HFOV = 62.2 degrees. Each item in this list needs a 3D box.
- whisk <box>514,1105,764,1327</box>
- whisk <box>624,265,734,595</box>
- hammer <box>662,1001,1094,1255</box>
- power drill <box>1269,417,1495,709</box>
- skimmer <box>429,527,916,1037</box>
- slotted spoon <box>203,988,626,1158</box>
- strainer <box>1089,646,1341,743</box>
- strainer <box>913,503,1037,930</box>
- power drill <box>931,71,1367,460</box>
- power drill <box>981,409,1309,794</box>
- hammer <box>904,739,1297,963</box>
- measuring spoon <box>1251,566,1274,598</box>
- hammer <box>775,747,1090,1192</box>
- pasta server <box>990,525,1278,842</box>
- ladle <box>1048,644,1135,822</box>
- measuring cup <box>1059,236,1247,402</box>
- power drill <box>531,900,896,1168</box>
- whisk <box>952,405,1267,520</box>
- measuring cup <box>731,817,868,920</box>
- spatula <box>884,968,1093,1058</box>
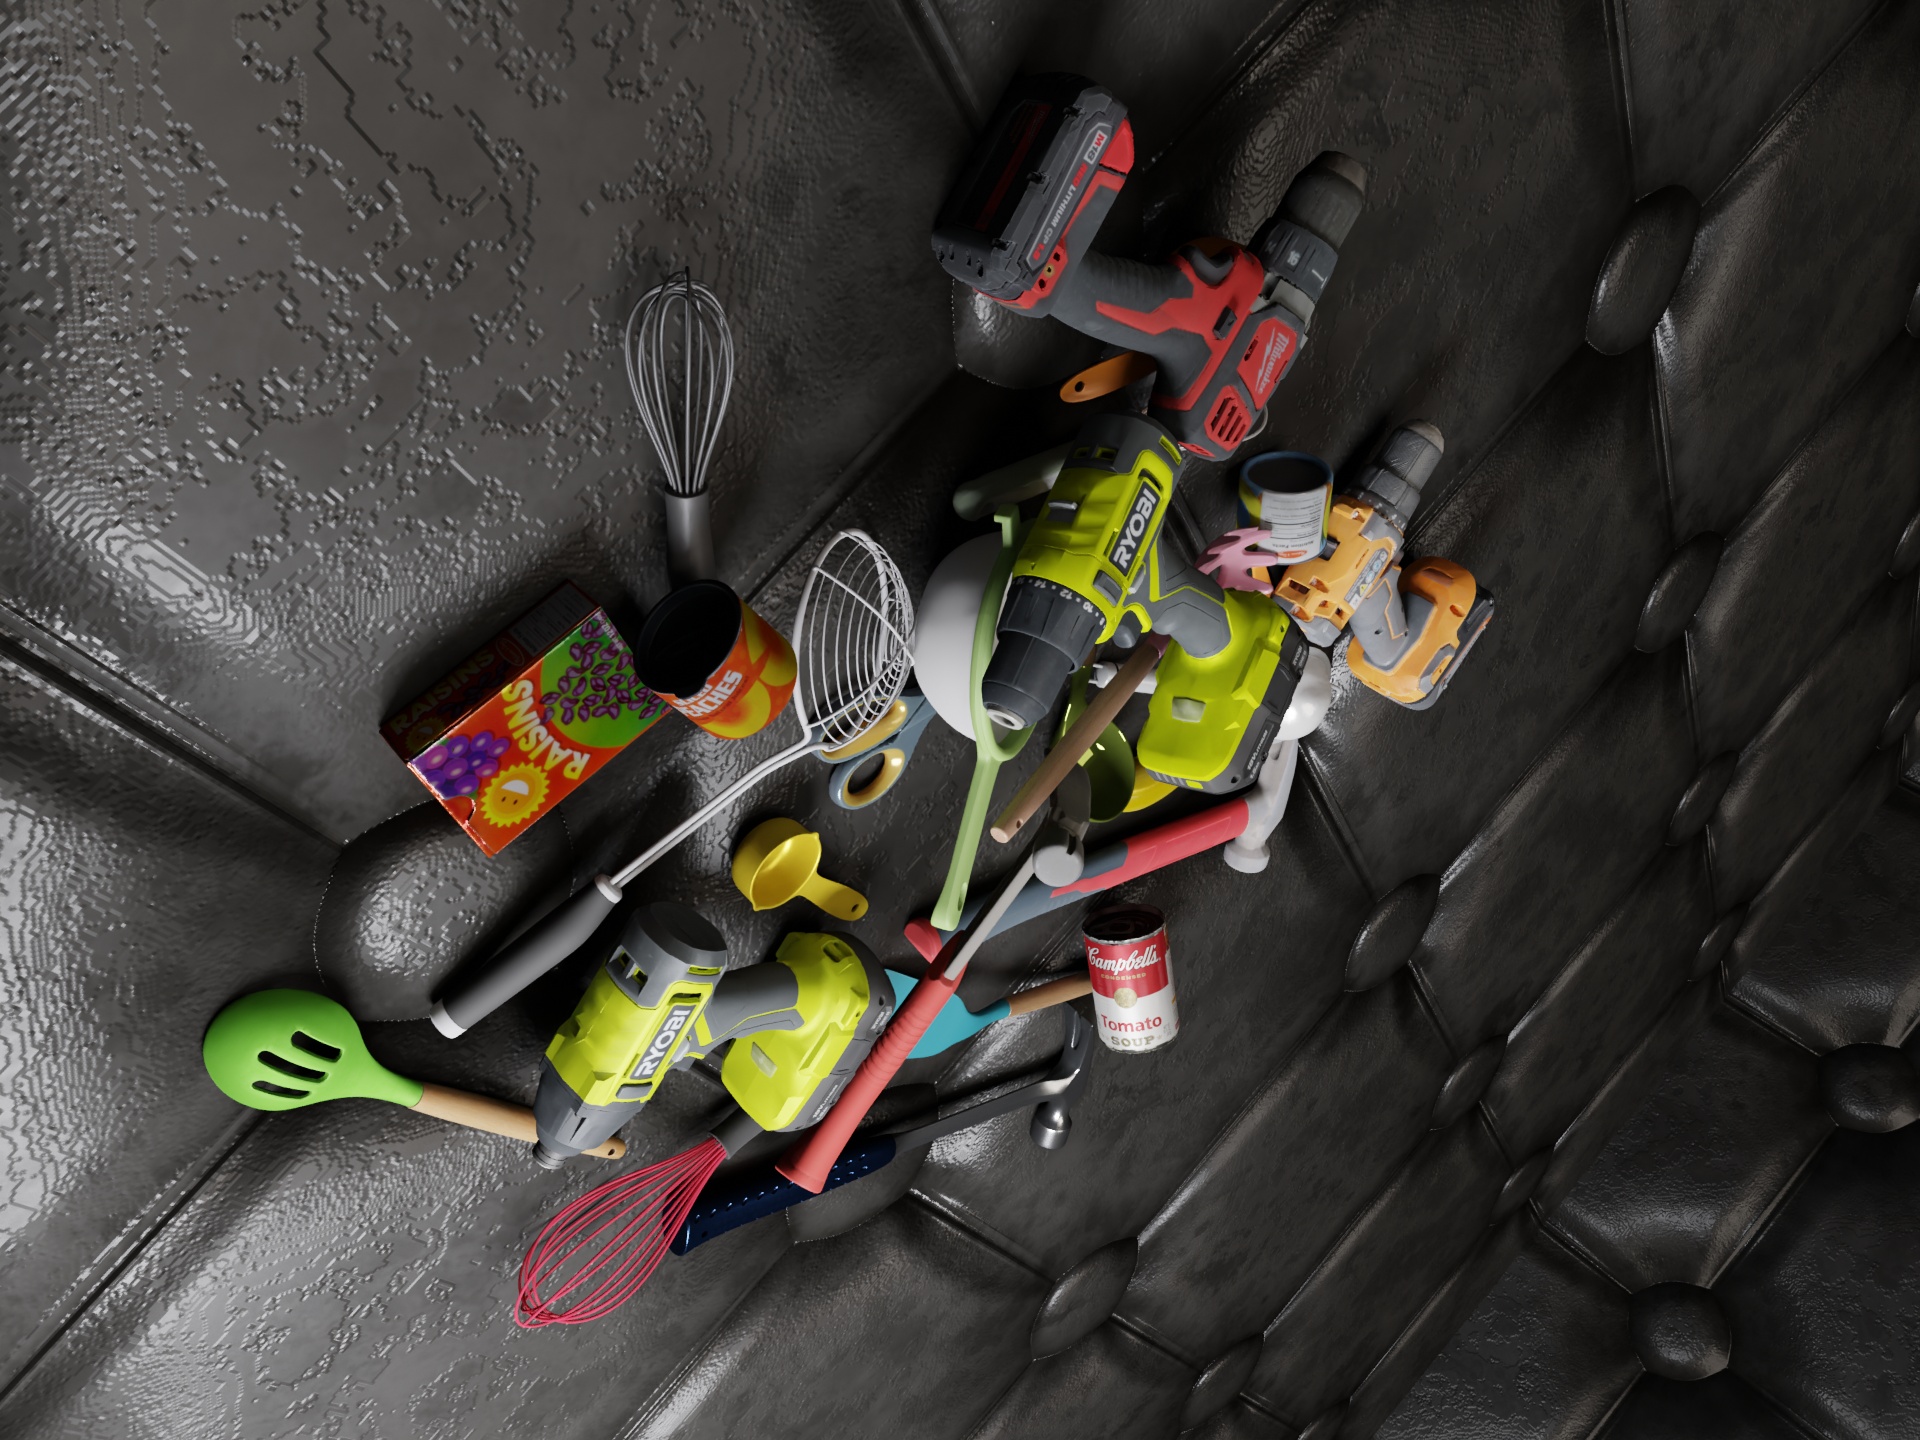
[{"bbox_3d":[-0.179,0.301,1.078,0.296,0.073,0.073,-37,139,-29],"label":"whisk"},{"bbox_3d":[-0.139,-0.117,0.816,0.055,0.055,0.238,-24,136,-31],"label":"whisk"},{"bbox_3d":[-0.047,0.325,1.239,0.405,0.035,0.144,-9,124,-41],"label":"hammer"},{"bbox_3d":[0.348,-0.120,1.267,0.226,0.084,0.185,29,95,-49],"label":"power drill"},{"bbox_3d":[-0.167,0.037,0.912,0.363,0.090,0.127,-39,154,-1],"label":"skimmer"},{"bbox_3d":[-0.297,0.220,0.923,0.070,0.031,0.313,-52,142,-2],"label":"slotted spoon"},{"bbox_3d":[0.197,-0.020,1.186,0.258,0.050,0.086,6,117,-28],"label":"strainer"},{"bbox_3d":[-0.002,-0.003,0.977,0.151,0.069,0.256,28,76,-71],"label":"strainer"},{"bbox_3d":[0.118,-0.270,0.886,0.226,0.080,0.188,24,100,-35],"label":"power drill"},{"bbox_3d":[0.109,-0.047,0.956,0.228,0.080,0.190,38,71,-43],"label":"power drill"},{"bbox_3d":[0.120,0.100,1.237,0.386,0.038,0.143,-16,127,-37],"label":"hammer"},{"bbox_3d":[0.239,-0.093,1.233,0.021,0.011,0.116,-41,139,-15],"label":"measuring spoon"},{"bbox_3d":[-0.022,0.183,1.080,0.036,0.149,0.359,31,111,-9],"label":"hammer"},{"bbox_3d":[0.117,-0.028,1.044,0.316,0.040,0.060,-48,132,-33],"label":"pasta server"},{"bbox_3d":[0.094,-0.056,1.055,0.078,0.062,0.319,-44,149,-36],"label":"ladle"},{"bbox_3d":[0.121,-0.239,0.982,0.173,0.052,0.095,-27,132,-19],"label":"measuring cup"},{"bbox_3d":[-0.154,0.198,0.983,0.223,0.080,0.171,15,111,-56],"label":"power drill"},{"bbox_3d":[0.099,-0.174,1.011,0.246,0.059,0.057,-25,161,-25],"label":"whisk"},{"bbox_3d":[-0.101,0.103,1.039,0.062,0.029,0.156,-51,153,-3],"label":"measuring cup"},{"bbox_3d":[0.043,0.215,1.260,0.317,0.044,0.082,-5,121,-48],"label":"spatula"}]
